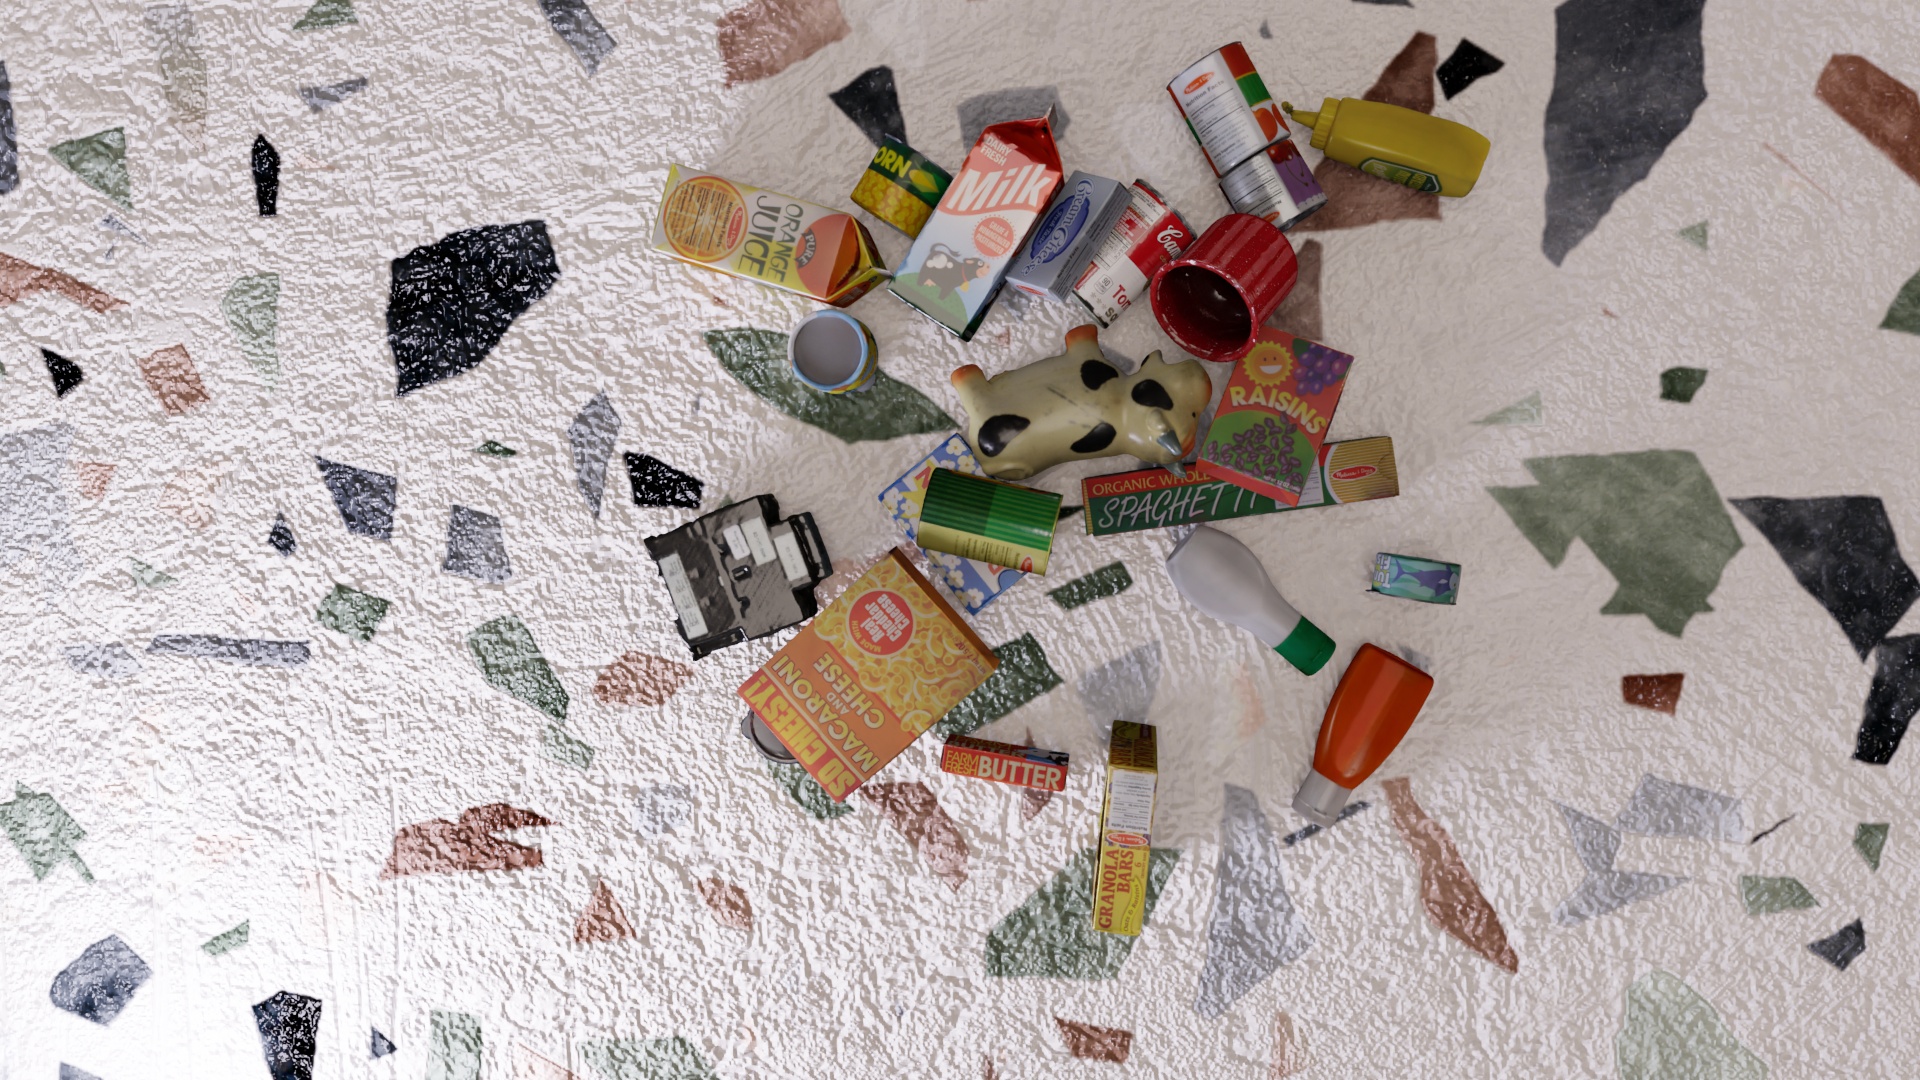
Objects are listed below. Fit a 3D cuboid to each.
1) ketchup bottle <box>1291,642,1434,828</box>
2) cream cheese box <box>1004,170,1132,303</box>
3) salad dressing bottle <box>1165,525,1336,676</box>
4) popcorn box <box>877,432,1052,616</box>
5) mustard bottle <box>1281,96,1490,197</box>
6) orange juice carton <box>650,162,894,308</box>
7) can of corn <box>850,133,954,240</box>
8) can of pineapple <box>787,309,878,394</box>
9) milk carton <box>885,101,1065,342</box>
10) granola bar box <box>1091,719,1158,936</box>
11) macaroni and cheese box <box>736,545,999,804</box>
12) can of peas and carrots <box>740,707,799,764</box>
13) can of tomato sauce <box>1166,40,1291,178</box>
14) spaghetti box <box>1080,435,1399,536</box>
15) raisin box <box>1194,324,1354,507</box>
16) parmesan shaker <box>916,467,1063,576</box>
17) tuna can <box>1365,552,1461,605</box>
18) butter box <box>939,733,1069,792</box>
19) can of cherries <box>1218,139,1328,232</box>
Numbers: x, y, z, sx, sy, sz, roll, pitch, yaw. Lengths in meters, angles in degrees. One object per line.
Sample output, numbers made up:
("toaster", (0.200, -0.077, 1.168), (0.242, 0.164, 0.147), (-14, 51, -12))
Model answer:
("ketchup bottle", (0.318, 0.160, 1.120), (0.065, 0.043, 0.148), (28, 96, 4))
("cream cheese box", (0.084, -0.235, 1.074), (0.053, 0.024, 0.104), (28, 83, 45))
("salad dressing bottle", (0.235, 0.050, 1.122), (0.147, 0.044, 0.064), (40, 95, 0))
("popcorn box", (0.004, -0.014, 1.140), (0.085, 0.038, 0.126), (-39, 89, 5))
("mustard bottle", (0.326, -0.312, 1.084), (0.160, 0.065, 0.049), (20, 90, 9))
("orange juice carton", (-0.142, -0.239, 1.122), (0.193, 0.072, 0.073), (17, 95, 4))
("can of corn", (-0.048, -0.282, 1.112), (0.071, 0.071, 0.058), (33, 97, 2))
("can of pineapple", (-0.102, -0.152, 1.130), (0.071, 0.058, 0.071), (0, 94, 5))
("milk carton", (0.025, -0.258, 1.106), (0.073, 0.072, 0.190), (33, 95, 3))
("granola bar box", (0.128, 0.218, 1.079), (0.039, 0.166, 0.124), (6, 94, 7))
("macaroni and cheese box", (-0.072, 0.106, 1.086), (0.166, 0.040, 0.123), (-42, 90, 11))
("can of peas and carrots", (-0.140, 0.147, 1.151), (0.071, 0.059, 0.071), (0, 94, 6))
("can of tomato sauce", (0.212, -0.337, 1.090), (0.071, 0.071, 0.083), (-30, 91, 6))
("spaghetti box", (0.223, -0.044, 1.123), (0.250, 0.029, 0.050), (-8, 92, 5))
("raisin box", (0.247, -0.099, 1.093), (0.086, 0.040, 0.123), (21, 79, 12))
("parmesan shaker", (0.023, -0.017, 1.082), (0.103, 0.071, 0.071), (13, 95, 4))
("tuna can", (0.357, 0.030, 1.097), (0.071, 0.071, 0.033), (8, 93, 4))
("butter box", (0.037, 0.182, 1.141), (0.103, 0.053, 0.024), (9, 93, 4))
("can of cherries", (0.246, -0.273, 1.092), (0.071, 0.071, 0.058), (-31, 90, 6))
